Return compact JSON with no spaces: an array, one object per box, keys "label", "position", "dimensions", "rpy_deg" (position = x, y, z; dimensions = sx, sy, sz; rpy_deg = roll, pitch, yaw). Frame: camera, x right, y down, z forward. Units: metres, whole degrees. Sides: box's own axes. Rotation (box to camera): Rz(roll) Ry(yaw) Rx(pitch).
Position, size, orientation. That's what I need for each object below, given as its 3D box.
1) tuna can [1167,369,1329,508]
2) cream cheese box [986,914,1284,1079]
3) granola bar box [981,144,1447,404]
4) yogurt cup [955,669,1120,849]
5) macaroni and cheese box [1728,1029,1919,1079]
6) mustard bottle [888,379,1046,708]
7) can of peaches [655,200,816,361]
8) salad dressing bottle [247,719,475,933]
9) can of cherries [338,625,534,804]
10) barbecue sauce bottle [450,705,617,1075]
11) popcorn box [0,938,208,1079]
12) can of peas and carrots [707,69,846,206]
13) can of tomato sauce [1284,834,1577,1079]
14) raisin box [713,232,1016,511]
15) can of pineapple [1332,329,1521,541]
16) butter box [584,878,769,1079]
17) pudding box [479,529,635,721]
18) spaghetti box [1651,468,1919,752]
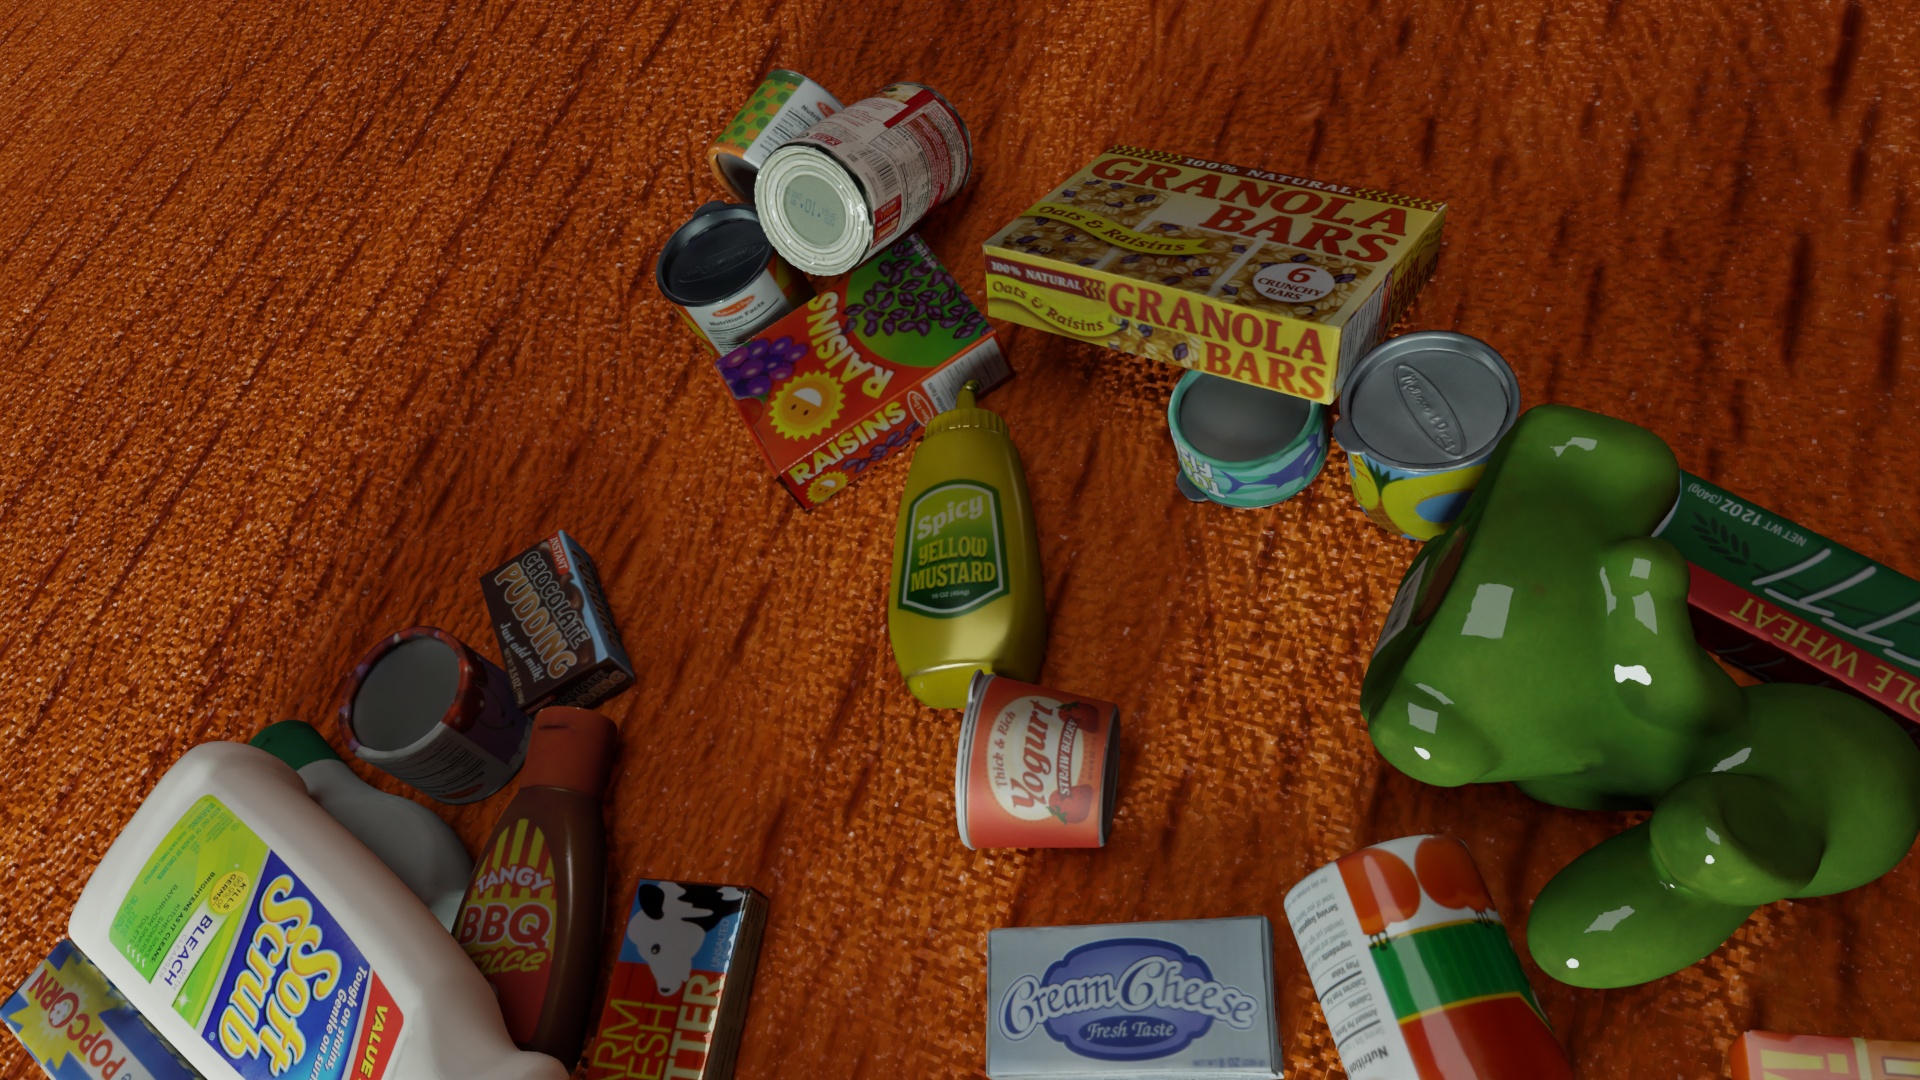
[{"label":"tuna can","position":[0.122,-0.048,0.599],"dimensions":[0.071,0.032,0.071],"rpy_deg":[-9,58,14]},{"label":"cream cheese box","position":[0.061,0.166,0.499],"dimensions":[0.104,0.024,0.053],"rpy_deg":[-7,58,16]},{"label":"granola bar box","position":[0.112,-0.124,0.618],"dimensions":[0.166,0.038,0.125],"rpy_deg":[20,45,28]},{"label":"yogurt cup","position":[0.032,0.087,0.534],"dimensions":[0.054,0.072,0.073],"rpy_deg":[4,62,13]},{"label":"macaroni and cheese box","position":[0.311,0.206,0.377],"dimensions":[0.166,0.040,0.124],"rpy_deg":[-2,61,18]},{"label":"mustard bottle","position":[0.002,-0.008,0.608],"dimensions":[0.065,0.048,0.161],"rpy_deg":[-9,58,13]},{"label":"can of peaches","position":[-0.114,-0.132,0.718],"dimensions":[0.071,0.058,0.071],"rpy_deg":[-9,58,15]},{"label":"salad dressing bottle","position":[-0.275,0.133,0.627],"dimensions":[0.148,0.044,0.064],"rpy_deg":[32,77,33]},{"label":"can of cherries","position":[-0.239,0.078,0.637],"dimensions":[0.071,0.058,0.072],"rpy_deg":[-9,59,15]},{"label":"barbecue sauce bottle","position":[-0.177,0.145,0.585],"dimensions":[0.065,0.043,0.149],"rpy_deg":[-5,59,18]},{"label":"popcorn box","position":[-0.317,0.219,0.565],"dimensions":[0.127,0.085,0.038],"rpy_deg":[25,71,30]},{"label":"can of peas and carrots","position":[-0.096,-0.210,0.755],"dimensions":[0.071,0.070,0.059],"rpy_deg":[25,72,30]},{"label":"can of tomato sauce","position":[0.153,0.147,0.453],"dimensions":[0.071,0.071,0.083],"rpy_deg":[-21,56,7]},{"label":"raisin box","position":[-0.048,-0.083,0.677],"dimensions":[0.123,0.040,0.086],"rpy_deg":[-33,56,-1]},{"label":"can of pineapple","position":[0.186,-0.041,0.557],"dimensions":[0.071,0.057,0.071],"rpy_deg":[-9,58,15]},{"label":"butter box","position":[-0.113,0.187,0.548],"dimensions":[0.053,0.024,0.104],"rpy_deg":[0,61,19]},{"label":"pudding box","position":[-0.191,0.042,0.659],"dimensions":[0.050,0.030,0.084],"rpy_deg":[-30,56,0]},{"label":"spaghetti box","position":[0.312,0.034,0.486],"dimensions":[0.250,0.028,0.050],"rpy_deg":[35,78,33]}]
